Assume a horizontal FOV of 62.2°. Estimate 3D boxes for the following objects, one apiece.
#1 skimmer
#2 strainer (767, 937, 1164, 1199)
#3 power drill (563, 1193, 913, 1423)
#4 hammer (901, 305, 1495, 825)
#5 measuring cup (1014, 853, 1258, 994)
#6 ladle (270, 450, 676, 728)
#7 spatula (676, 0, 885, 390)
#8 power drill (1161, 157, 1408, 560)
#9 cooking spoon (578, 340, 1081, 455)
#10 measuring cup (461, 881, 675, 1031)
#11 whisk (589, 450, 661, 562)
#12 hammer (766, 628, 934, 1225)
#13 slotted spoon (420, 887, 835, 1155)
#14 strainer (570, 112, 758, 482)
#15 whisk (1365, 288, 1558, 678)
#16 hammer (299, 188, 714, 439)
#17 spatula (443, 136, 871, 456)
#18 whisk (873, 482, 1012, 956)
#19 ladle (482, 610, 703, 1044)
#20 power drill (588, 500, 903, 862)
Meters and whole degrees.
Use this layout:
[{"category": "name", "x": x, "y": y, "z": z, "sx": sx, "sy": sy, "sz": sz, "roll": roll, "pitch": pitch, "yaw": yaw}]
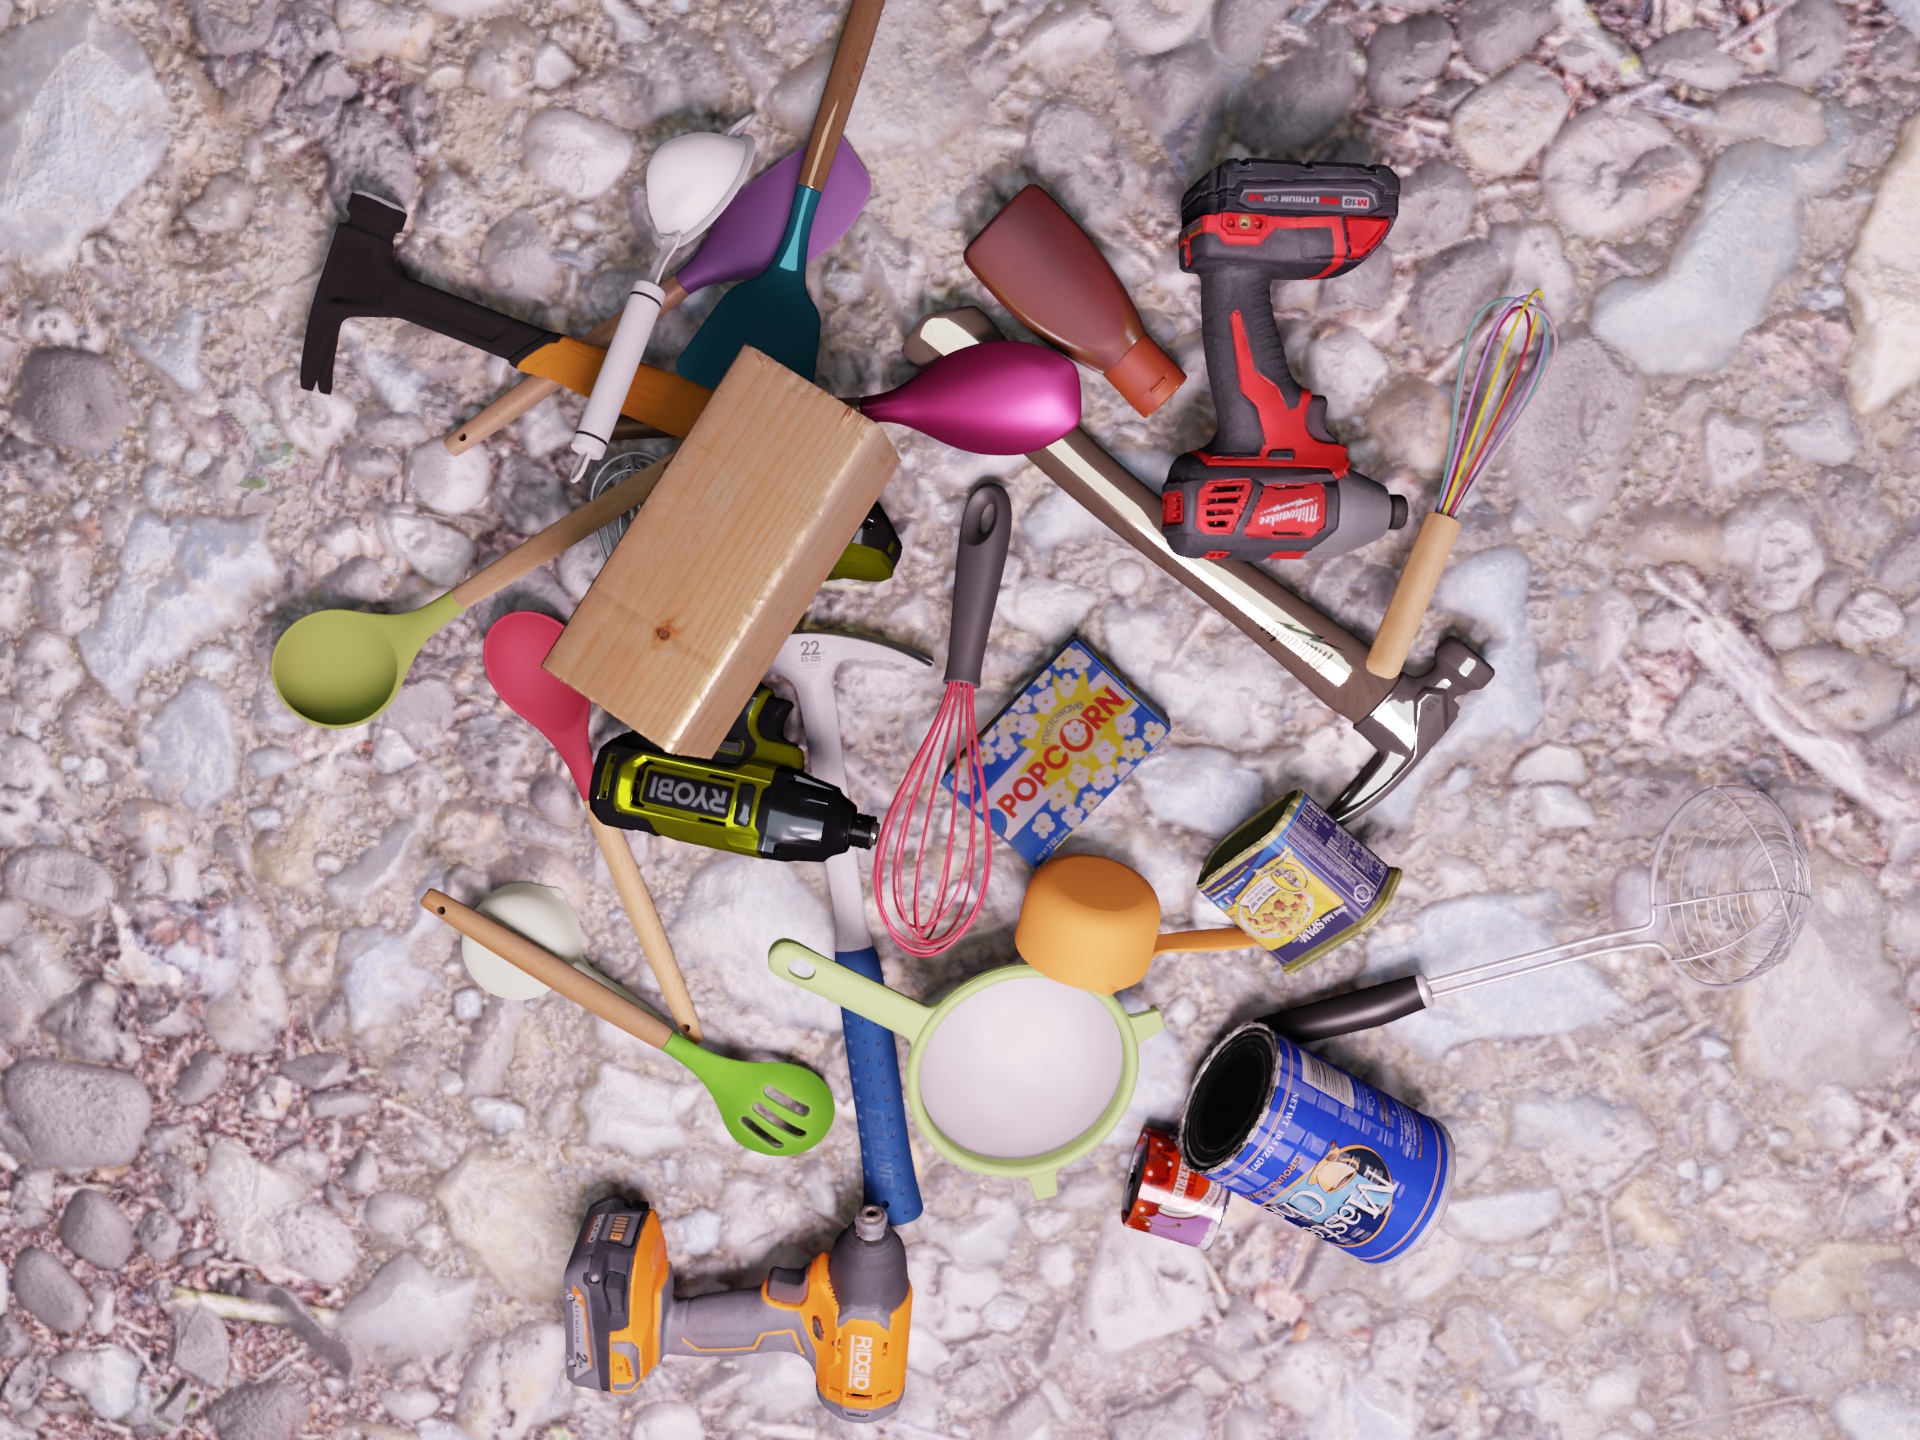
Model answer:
[{"category": "skimmer", "x": 0.357, "y": 0.145, "z": 1.021, "sx": 0.363, "sy": 0.090, "sz": 0.127, "roll": -19, "pitch": 102, "yaw": 18}, {"category": "strainer", "x": -0.009, "y": 0.191, "z": 1.020, "sx": 0.256, "sy": 0.069, "sz": 0.151, "roll": 28, "pitch": 100, "yaw": -14}, {"category": "power drill", "x": -0.144, "y": 0.383, "z": 1.067, "sx": 0.226, "sy": 0.084, "sz": 0.164, "roll": 6, "pitch": 115, "yaw": 1}, {"category": "hammer", "x": 0.127, "y": -0.103, "z": 0.986, "sx": 0.410, "sy": 0.038, "sz": 0.146, "roll": 39, "pitch": 103, "yaw": -3}, {"category": "measuring cup", "x": 0.122, "y": 0.122, "z": 1.006, "sx": 0.173, "sy": 0.095, "sz": 0.052, "roll": 0, "pitch": 120, "yaw": -16}, {"category": "ladle", "x": -0.296, "y": -0.086, "z": 0.981, "sx": 0.320, "sy": 0.062, "sz": 0.078, "roll": -27, "pitch": 94, "yaw": 20}, {"category": "spatula", "x": -0.081, "y": -0.341, "z": 0.939, "sx": 0.082, "sy": 0.044, "sz": 0.317, "roll": 18, "pitch": 96, "yaw": 1}, {"category": "power drill", "x": 0.192, "y": -0.202, "z": 0.920, "sx": 0.143, "sy": 0.078, "sz": 0.219, "roll": 1, "pitch": 95, "yaw": -7}, {"category": "cooking spoon", "x": -0.085, "y": -0.188, "z": 0.973, "sx": 0.319, "sy": 0.017, "sz": 0.068, "roll": -2, "pitch": 109, "yaw": 12}, {"category": "measuring cup", "x": -0.260, "y": 0.177, "z": 1.066, "sx": 0.167, "sy": 0.038, "sz": 0.083, "roll": 37, "pitch": 101, "yaw": -1}, {"category": "whisk", "x": -0.201, "y": -0.048, "z": 1.016, "sx": 0.059, "sy": 0.058, "sz": 0.246, "roll": -8, "pitch": 107, "yaw": -25}, {"category": "hammer", "x": -0.066, "y": 0.139, "z": 1.047, "sx": 0.144, "sy": 0.035, "sz": 0.405, "roll": -7, "pitch": 101, "yaw": 6}, {"category": "slotted spoon", "x": -0.217, "y": 0.199, "z": 1.048, "sx": 0.313, "sy": 0.031, "sz": 0.070, "roll": 34, "pitch": 97, "yaw": -11}, {"category": "strainer", "x": -0.180, "y": -0.256, "z": 0.926, "sx": 0.050, "sy": 0.087, "sz": 0.258, "roll": 28, "pitch": 76, "yaw": -41}, {"category": "whisk", "x": 0.293, "y": -0.141, "z": 0.942, "sx": 0.051, "sy": 0.047, "sz": 0.245, "roll": 22, "pitch": 92, "yaw": -3}, {"category": "hammer", "x": -0.238, "y": -0.209, "z": 0.969, "sx": 0.337, "sy": 0.034, "sz": 0.127, "roll": 21, "pitch": 96, "yaw": 6}, {"category": "spatula", "x": -0.192, "y": -0.254, "z": 0.988, "sx": 0.316, "sy": 0.018, "sz": 0.059, "roll": -32, "pitch": 97, "yaw": 8}, {"category": "whisk", "x": -0.002, "y": -0.003, "z": 0.974, "sx": 0.073, "sy": 0.073, "sz": 0.296, "roll": 8, "pitch": 82, "yaw": 2}, {"category": "ladle", "x": -0.232, "y": 0.074, "z": 1.051, "sx": 0.069, "sy": 0.031, "sz": 0.315, "roll": -18, "pitch": 101, "yaw": 12}, {"category": "power drill", "x": -0.115, "y": -0.030, "z": 0.960, "sx": 0.171, "sy": 0.080, "sz": 0.223, "roll": 11, "pitch": 85, "yaw": 7}]
